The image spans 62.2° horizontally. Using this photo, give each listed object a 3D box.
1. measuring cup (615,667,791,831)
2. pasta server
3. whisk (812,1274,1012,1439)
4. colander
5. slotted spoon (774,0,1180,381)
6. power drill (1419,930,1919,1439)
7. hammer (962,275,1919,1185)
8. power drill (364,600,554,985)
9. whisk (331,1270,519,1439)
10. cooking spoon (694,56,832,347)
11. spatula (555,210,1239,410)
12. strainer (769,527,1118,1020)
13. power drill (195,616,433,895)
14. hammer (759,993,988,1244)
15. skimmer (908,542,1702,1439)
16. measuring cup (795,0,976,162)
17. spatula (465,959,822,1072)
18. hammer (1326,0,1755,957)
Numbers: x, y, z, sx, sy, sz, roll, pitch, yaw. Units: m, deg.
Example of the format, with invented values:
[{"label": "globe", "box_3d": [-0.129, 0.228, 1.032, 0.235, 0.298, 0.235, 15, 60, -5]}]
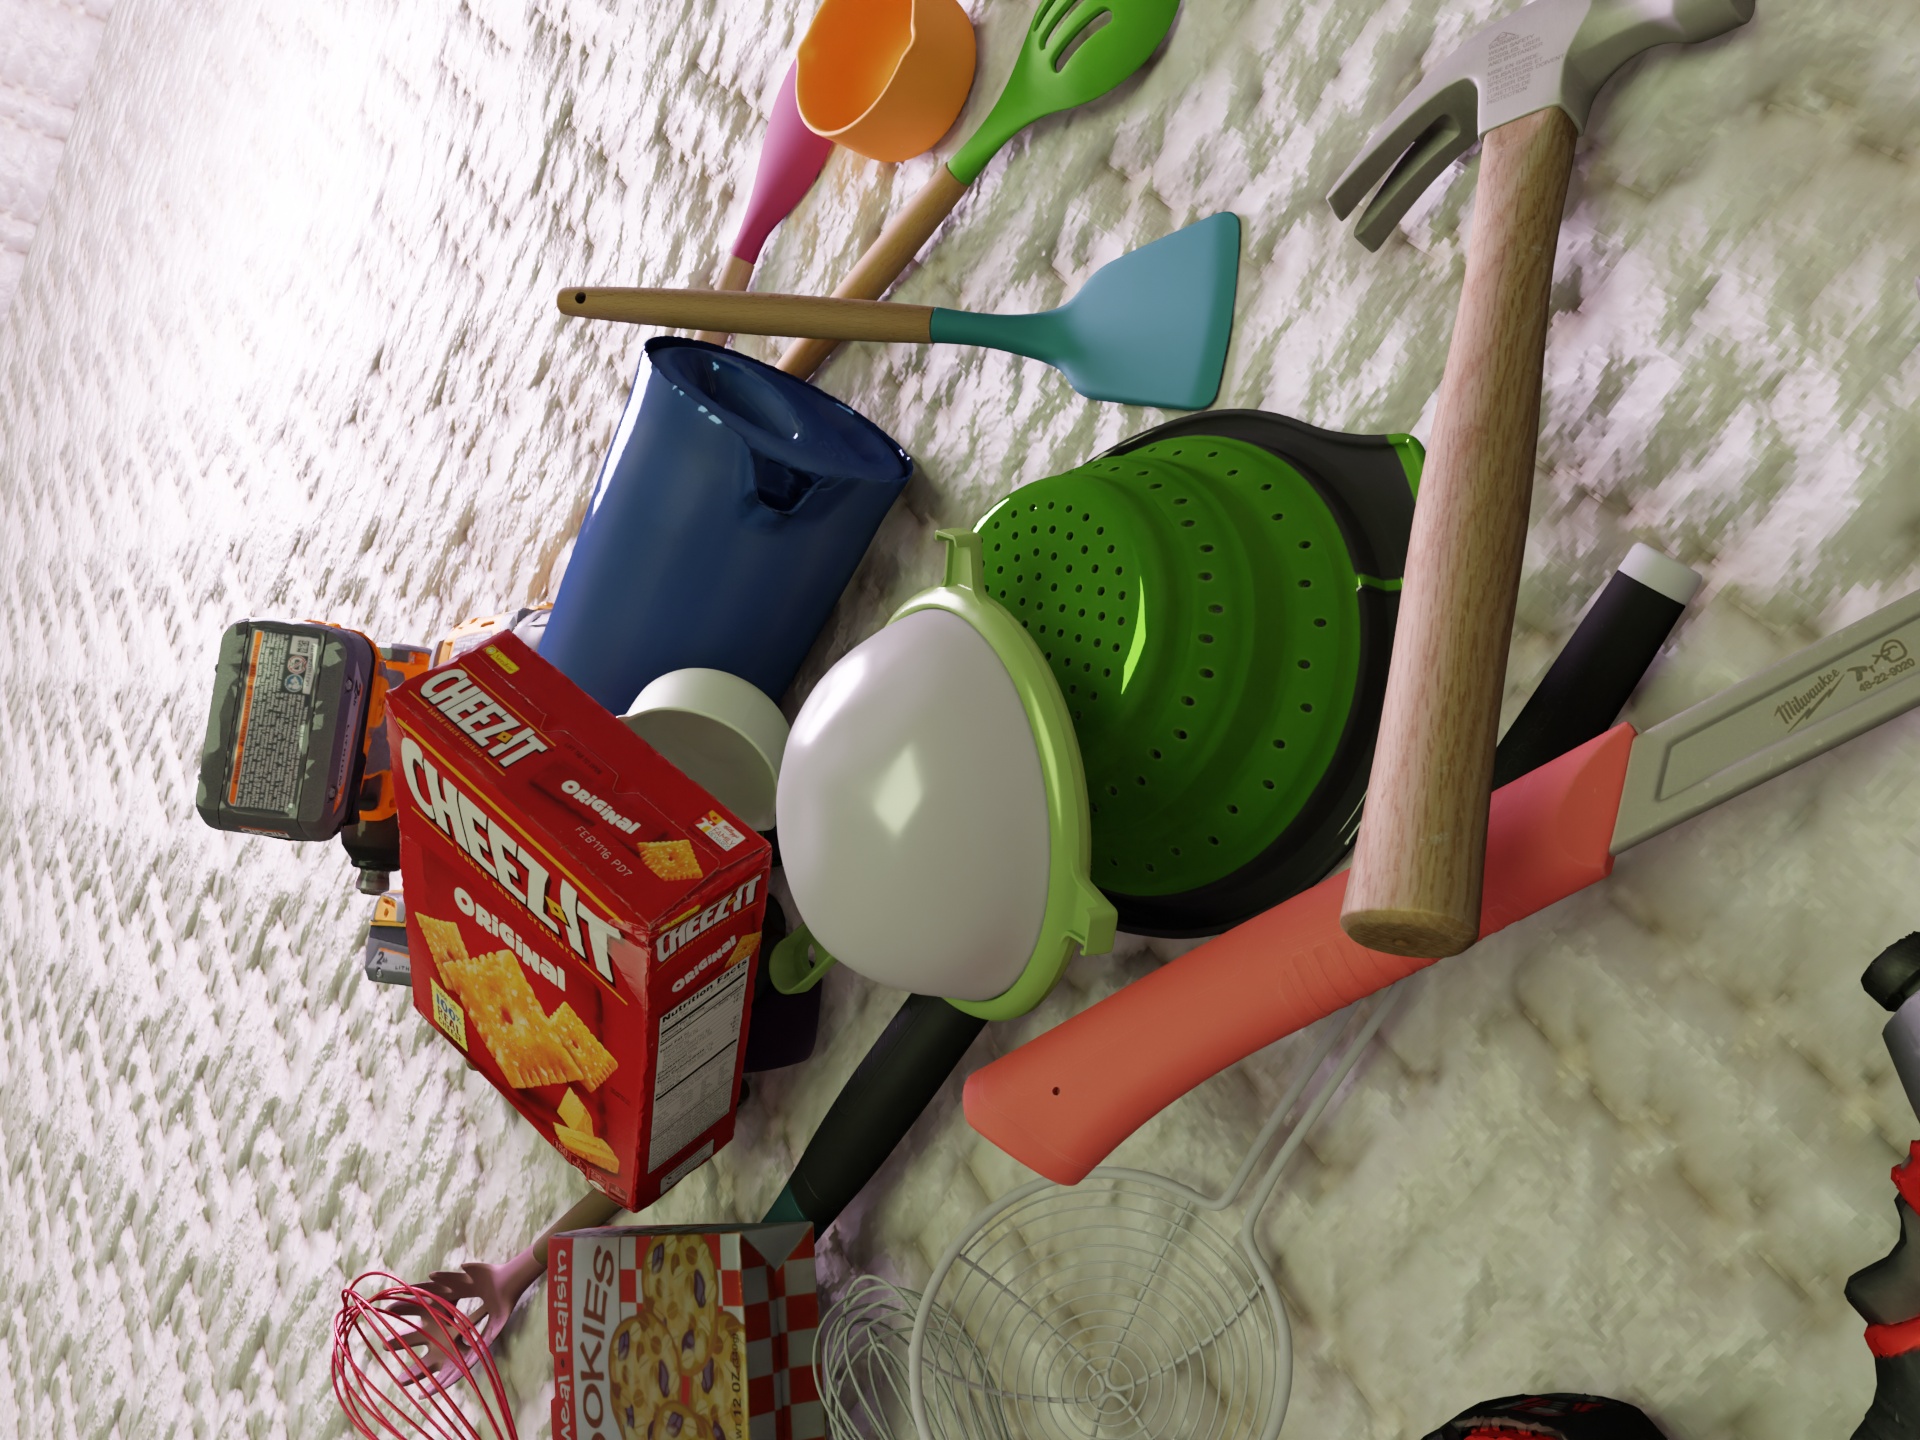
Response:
[{"label": "measuring cup", "box_3d": [-0.135, 0.033, 0.719, 0.167, 0.083, 0.038, -40, 21, 41]}, {"label": "pasta server", "box_3d": [-0.210, 0.269, 0.832, 0.316, 0.040, 0.060, -43, 67, 30]}, {"label": "whisk", "box_3d": [0.026, 0.324, 0.561, 0.070, 0.070, 0.285, -53, 53, 24]}, {"label": "colander", "box_3d": [-0.001, -0.002, 0.633, 0.397, 0.094, 0.205, -23, 65, 41]}, {"label": "slotted spoon", "box_3d": [-0.016, -0.240, 0.757, 0.313, 0.031, 0.070, -41, 57, 34]}, {"label": "power drill", "box_3d": [0.218, 0.163, 0.383, 0.219, 0.078, 0.143, -52, 49, 21]}, {"label": "hammer", "box_3d": [0.148, 0.032, 0.452, 0.359, 0.036, 0.149, -32, 59, 22]}, {"label": "power drill", "box_3d": [-0.251, 0.042, 0.901, 0.185, 0.084, 0.226, -6, 72, 45]}, {"label": "whisk", "box_3d": [-0.221, 0.378, 0.779, 0.296, 0.073, 0.073, 34, 106, 30]}, {"label": "cooking spoon", "box_3d": [-0.130, -0.230, 0.878, 0.069, 0.017, 0.319, 35, 106, 46]}, {"label": "spatula", "box_3d": [-0.038, -0.179, 0.690, 0.317, 0.044, 0.082, 7, 85, 16]}, {"label": "strainer", "box_3d": [-0.045, 0.055, 0.578, 0.256, 0.069, 0.152, -48, 55, 52]}, {"label": "power drill", "box_3d": [-0.369, 0.026, 0.955, 0.226, 0.084, 0.164, 104, 173, -86]}, {"label": "hammer", "box_3d": [-0.057, 0.192, 0.674, 0.331, 0.033, 0.128, -58, 47, 28]}, {"label": "skimmer", "box_3d": [0.107, 0.102, 0.498, 0.127, 0.090, 0.363, 41, 110, 37]}, {"label": "measuring cup", "box_3d": [-0.021, -0.357, 0.771, 0.095, 0.052, 0.173, 21, 94, 47]}, {"label": "spatula", "box_3d": [-0.175, 0.164, 0.834, 0.316, 0.018, 0.060, -18, 58, 42]}, {"label": "hammer", "box_3d": [0.153, -0.089, 0.470, 0.130, 0.031, 0.331, -10, 55, 46]}]
